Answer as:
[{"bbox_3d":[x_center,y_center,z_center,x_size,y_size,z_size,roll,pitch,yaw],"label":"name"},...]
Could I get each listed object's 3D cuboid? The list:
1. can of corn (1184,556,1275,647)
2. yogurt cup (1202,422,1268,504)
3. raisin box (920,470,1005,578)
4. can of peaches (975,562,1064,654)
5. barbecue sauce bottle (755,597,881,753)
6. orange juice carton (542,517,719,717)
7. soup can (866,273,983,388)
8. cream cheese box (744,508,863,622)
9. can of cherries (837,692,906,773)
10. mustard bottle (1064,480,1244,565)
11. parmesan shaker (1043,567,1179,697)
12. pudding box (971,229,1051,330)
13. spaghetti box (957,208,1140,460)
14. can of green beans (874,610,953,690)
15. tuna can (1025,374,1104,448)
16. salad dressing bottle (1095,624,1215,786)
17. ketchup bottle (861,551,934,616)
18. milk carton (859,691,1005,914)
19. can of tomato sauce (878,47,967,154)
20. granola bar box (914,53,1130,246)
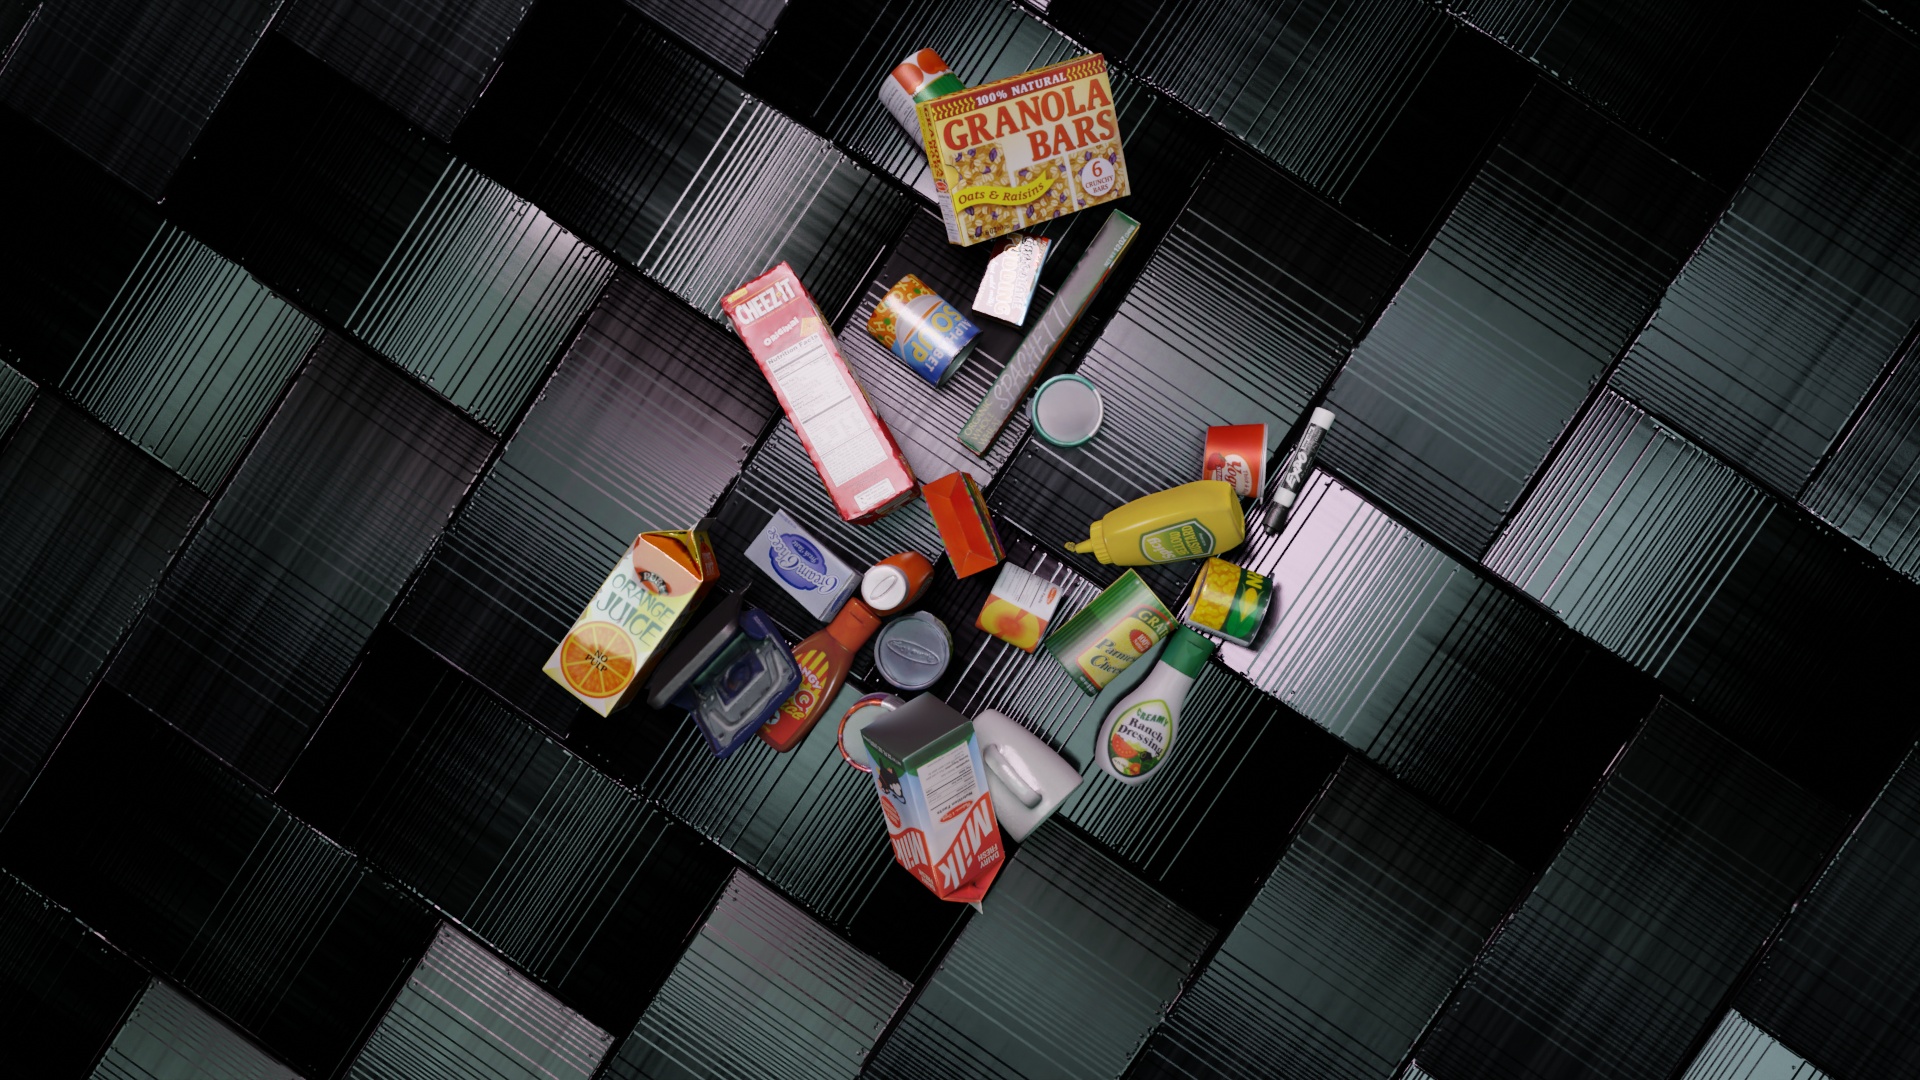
[{"bbox_3d":[0.237,0.051,1.225,0.058,0.071,0.071,21,92,3],"label":"can of corn"},{"bbox_3d":[0.242,-0.072,1.226,0.054,0.072,0.072,5,91,11],"label":"yogurt cup"},{"bbox_3d":[0.004,-0.015,1.208,0.040,0.123,0.086,-23,89,5],"label":"raisin box"},{"bbox_3d":[0.052,0.061,1.235,0.058,0.071,0.071,26,92,2],"label":"can of peaches"},{"bbox_3d":[-0.132,0.118,1.255,0.065,0.043,0.148,41,92,9],"label":"barbecue sauce bottle"},{"bbox_3d":[-0.282,0.057,1.248,0.073,0.072,0.192,36,92,1],"label":"orange juice carton"},{"bbox_3d":[-0.032,-0.187,1.235,0.084,0.071,0.071,40,92,2],"label":"soup can"},{"bbox_3d":[-0.141,0.022,1.247,0.104,0.024,0.053,39,93,24],"label":"cream cheese box"},{"bbox_3d":[-0.076,0.174,1.245,0.071,0.058,0.071,0,90,3],"label":"can of cherries"},{"bbox_3d":[0.168,-0.007,1.228,0.160,0.049,0.065,-15,131,22],"label":"mustard bottle"},{"bbox_3d":[0.135,0.084,1.232,0.103,0.071,0.071,-41,88,3],"label":"parmesan shaker"},{"bbox_3d":[0.046,-0.237,1.251,0.050,0.030,0.083,20,91,2],"label":"pudding box"},{"bbox_3d":[0.078,-0.182,1.240,0.029,0.050,0.250,35,92,4],"label":"spaghetti box"},{"bbox_3d":[-0.041,0.098,1.243,0.071,0.058,0.071,0,91,3],"label":"can of green beans"},{"bbox_3d":[0.093,-0.116,1.248,0.071,0.033,0.071,0,90,2],"label":"tuna can"},{"bbox_3d":[0.175,0.146,1.239,0.064,0.044,0.147,30,91,1],"label":"salad dressing bottle"},{"bbox_3d":[-0.058,0.038,1.198,0.064,0.149,0.043,-42,87,3],"label":"ketchup bottle"},{"bbox_3d":[-0.019,0.237,1.205,0.074,0.072,0.189,-27,118,-26],"label":"milk carton"},{"bbox_3d":[-0.021,-0.386,1.237,0.071,0.071,0.083,-40,88,3],"label":"can of tomato sauce"},{"bbox_3d":[0.057,-0.338,1.203,0.166,0.039,0.123,-21,112,-14],"label":"granola bar box"}]
